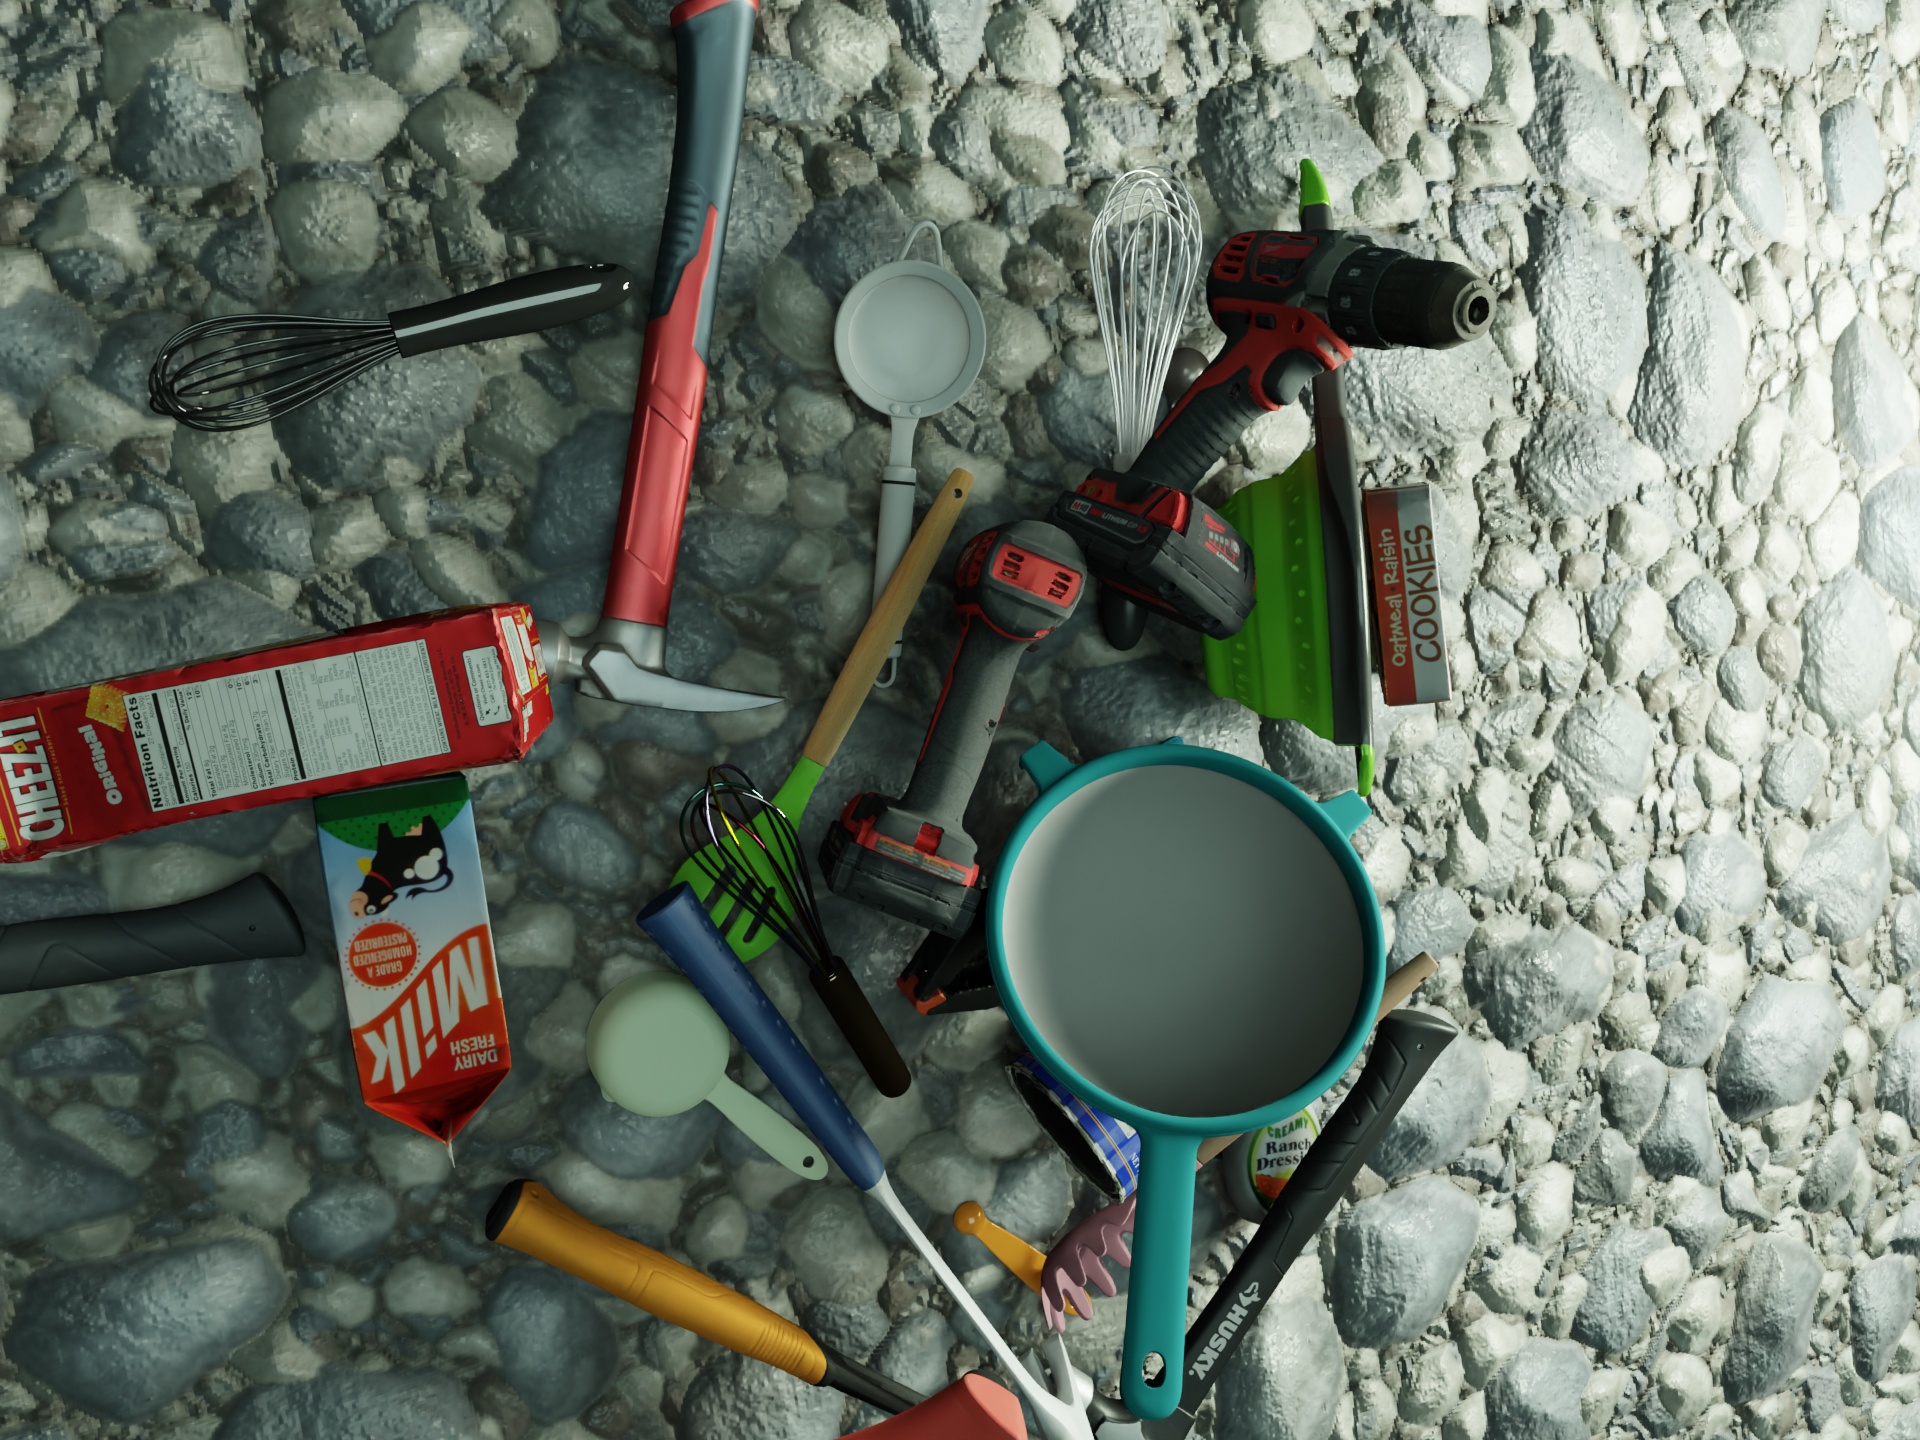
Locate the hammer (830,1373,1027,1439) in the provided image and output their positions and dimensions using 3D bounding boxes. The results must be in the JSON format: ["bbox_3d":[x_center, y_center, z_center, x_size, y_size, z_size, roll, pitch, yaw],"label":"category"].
[{"bbox_3d":[-0.137,0.420,0.819,0.359,0.037,0.149,-18,97,3],"label":"hammer"}]

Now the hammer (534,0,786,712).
[{"bbox_3d":[-0.138,-0.198,0.857,0.143,0.038,0.386,9,89,-23],"label":"hammer"}]

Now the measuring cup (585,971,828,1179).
[{"bbox_3d":[-0.131,0.207,0.878,0.167,0.038,0.083,43,77,-16],"label":"measuring cup"}]

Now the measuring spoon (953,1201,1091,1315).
[{"bbox_3d":[0.041,0.330,0.968,0.116,0.011,0.021,43,78,-18],"label":"measuring spoon"}]

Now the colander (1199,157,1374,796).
[{"bbox_3d":[0.187,-0.151,0.958,0.094,0.204,0.397,-4,76,12],"label":"colander"}]

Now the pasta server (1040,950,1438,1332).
[{"bbox_3d":[0.166,0.249,0.953,0.316,0.040,0.060,-40,146,1],"label":"pasta server"}]

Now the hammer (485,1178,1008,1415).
[{"bbox_3d":[-0.104,0.341,0.865,0.336,0.127,0.034,32,95,-14],"label":"hammer"}]

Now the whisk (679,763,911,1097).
[{"bbox_3d":[-0.083,0.123,0.863,0.051,0.047,0.244,-39,123,-21],"label":"whisk"}]

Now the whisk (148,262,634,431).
[{"bbox_3d":[-0.278,-0.191,0.786,0.239,0.055,0.055,-18,99,-15],"label":"whisk"}]

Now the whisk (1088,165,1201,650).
[{"bbox_3d":[0.103,-0.183,0.949,0.070,0.070,0.284,0,98,-22],"label":"whisk"}]

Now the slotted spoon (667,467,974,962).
[{"bbox_3d":[-0.071,-0.001,0.881,0.070,0.031,0.314,29,87,-20],"label":"slotted spoon"}]

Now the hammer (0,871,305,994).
[{"bbox_3d":[-0.519,0.126,0.724,0.408,0.036,0.149,-7,96,-22],"label":"hammer"}]

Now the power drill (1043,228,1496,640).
[{"bbox_3d":[0.164,-0.160,0.850,0.080,0.188,0.227,33,89,-35],"label":"power drill"}]

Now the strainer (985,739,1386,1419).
[{"bbox_3d":[0.106,0.183,0.837,0.211,0.095,0.341,9,66,-2],"label":"strainer"}]

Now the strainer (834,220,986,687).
[{"bbox_3d":[-0.036,-0.147,0.900,0.087,0.050,0.258,3,97,-15],"label":"strainer"}]

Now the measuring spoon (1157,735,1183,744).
[{"bbox_3d":[0.087,0.045,0.973,0.128,0.021,0.042,-36,125,-25],"label":"measuring spoon"}]

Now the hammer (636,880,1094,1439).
[{"bbox_3d":[-0.043,0.256,0.872,0.035,0.144,0.405,-34,101,1],"label":"hammer"}]

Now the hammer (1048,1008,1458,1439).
[{"bbox_3d":[0.200,0.320,0.971,0.146,0.035,0.335,34,91,-6],"label":"hammer"}]

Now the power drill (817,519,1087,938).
[{"bbox_3d":[-0.001,-0.003,0.873,0.078,0.143,0.219,22,90,-9],"label":"power drill"}]

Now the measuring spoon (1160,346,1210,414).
[{"bbox_3d":[0.134,-0.169,0.977,0.034,0.018,0.124,9,90,-22],"label":"measuring spoon"}]
